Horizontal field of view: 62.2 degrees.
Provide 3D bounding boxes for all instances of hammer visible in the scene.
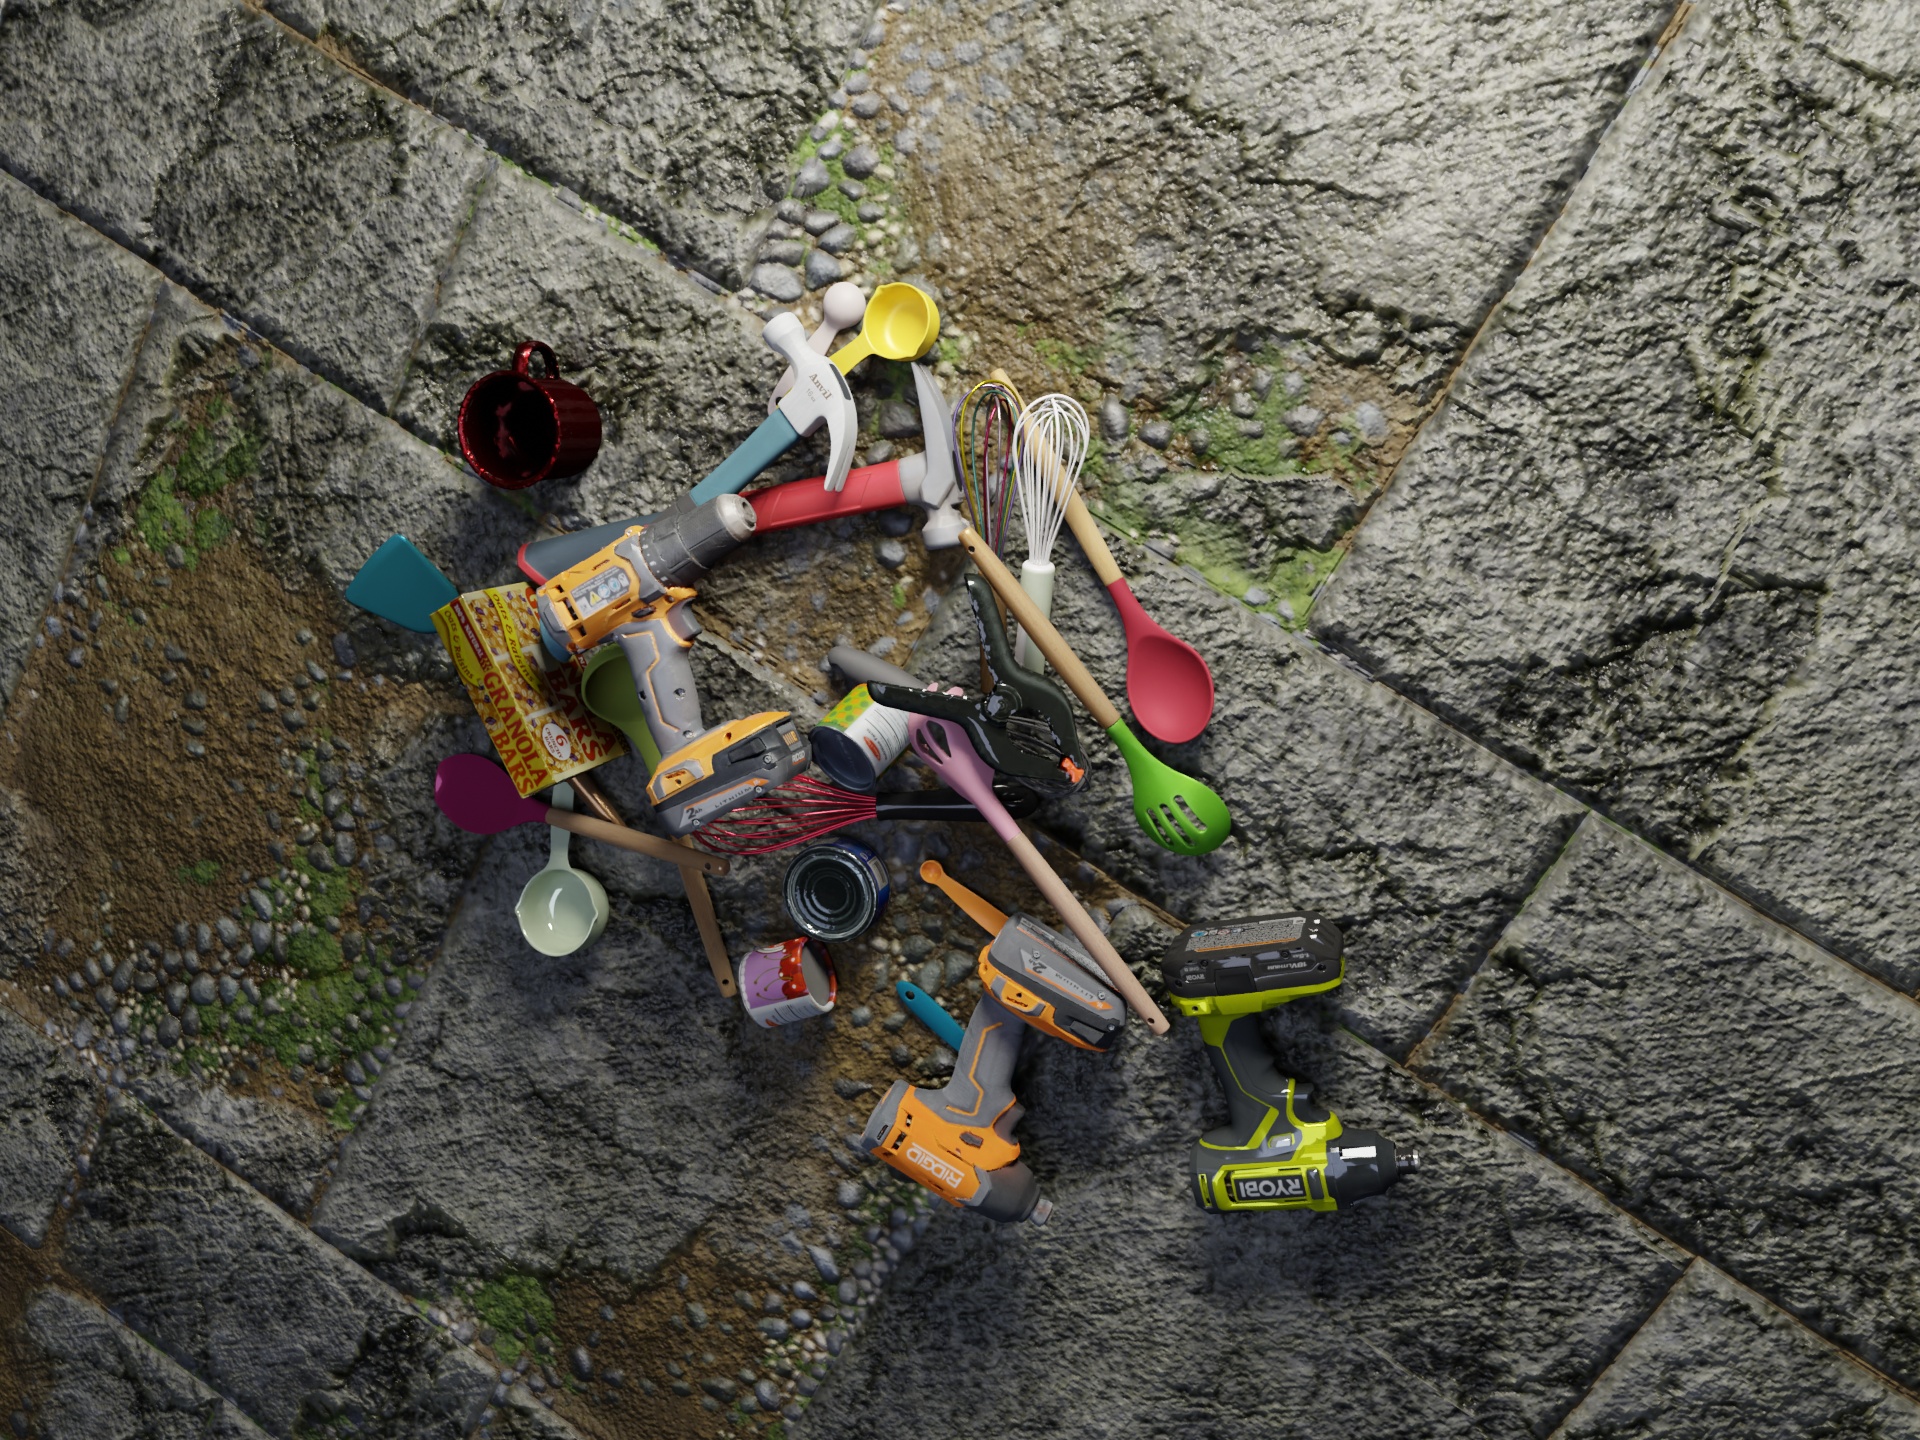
[{"bbox_3d":[-0.213,-0.162,1.248,0.331,0.033,0.128,-39,84,18],"label":"hammer"},{"bbox_3d":[-0.186,-0.177,1.274,0.386,0.038,0.143,-9,97,18],"label":"hammer"}]

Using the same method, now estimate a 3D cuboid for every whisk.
[{"bbox_3d":[0.059,-0.123,1.191,0.059,0.058,0.246,-4,117,-19],"label":"whisk"},{"bbox_3d":[-0.084,0.069,1.281,0.296,0.073,0.073,-2,100,12],"label":"whisk"},{"bbox_3d":[-0.002,-0.004,1.249,0.239,0.055,0.055,26,107,15],"label":"whisk"},{"bbox_3d":[0.028,-0.135,1.210,0.051,0.047,0.245,12,113,33],"label":"whisk"}]

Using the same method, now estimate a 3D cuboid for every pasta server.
[{"bbox_3d":[0.060,0.107,1.210,0.060,0.040,0.316,-39,88,31],"label":"pasta server"}]

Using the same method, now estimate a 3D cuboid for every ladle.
[{"bbox_3d":[-0.240,0.086,1.333,0.078,0.062,0.320,-17,99,-6],"label":"ladle"},{"bbox_3d":[0.102,-0.127,1.203,0.069,0.031,0.315,-29,89,27],"label":"ladle"}]

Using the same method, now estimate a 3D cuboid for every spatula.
[{"bbox_3d":[-0.395,-0.020,1.361,0.082,0.044,0.317,-43,85,19],"label":"spatula"}]

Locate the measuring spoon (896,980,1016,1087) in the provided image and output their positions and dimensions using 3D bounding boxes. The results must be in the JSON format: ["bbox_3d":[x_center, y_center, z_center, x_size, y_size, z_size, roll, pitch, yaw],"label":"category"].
[{"bbox_3d":[-0.008,0.264,1.313,0.128,0.021,0.042,43,109,3],"label":"measuring spoon"}]

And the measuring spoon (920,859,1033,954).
[{"bbox_3d":[0.016,0.152,1.293,0.117,0.011,0.021,38,113,3],"label":"measuring spoon"}]

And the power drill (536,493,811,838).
[{"bbox_3d":[-0.198,-0.046,1.211,0.185,0.084,0.226,-28,92,18],"label":"power drill"}]

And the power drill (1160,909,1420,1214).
[{"bbox_3d":[0.247,0.265,1.212,0.171,0.080,0.223,-10,101,19],"label":"power drill"}]

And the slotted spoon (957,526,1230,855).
[{"bbox_3d":[0.097,-0.017,1.193,0.070,0.031,0.313,-32,100,33],"label":"slotted spoon"}]

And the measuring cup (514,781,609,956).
[{"bbox_3d":[-0.340,0.120,1.385,0.083,0.038,0.167,0,84,19],"label":"measuring cup"}]

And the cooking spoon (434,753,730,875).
[{"bbox_3d":[-0.328,0.087,1.351,0.319,0.017,0.068,13,98,26],"label":"cooking spoon"}]

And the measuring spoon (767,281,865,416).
[{"bbox_3d":[-0.117,-0.287,1.242,0.034,0.018,0.124,39,109,6],"label":"measuring spoon"}]

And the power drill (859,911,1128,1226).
[{"bbox_3d":[0.043,0.286,1.258,0.164,0.084,0.226,32,101,4],"label":"power drill"}]

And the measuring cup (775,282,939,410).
[{"bbox_3d":[-0.080,-0.278,1.230,0.156,0.029,0.062,-32,79,27],"label":"measuring cup"}]
